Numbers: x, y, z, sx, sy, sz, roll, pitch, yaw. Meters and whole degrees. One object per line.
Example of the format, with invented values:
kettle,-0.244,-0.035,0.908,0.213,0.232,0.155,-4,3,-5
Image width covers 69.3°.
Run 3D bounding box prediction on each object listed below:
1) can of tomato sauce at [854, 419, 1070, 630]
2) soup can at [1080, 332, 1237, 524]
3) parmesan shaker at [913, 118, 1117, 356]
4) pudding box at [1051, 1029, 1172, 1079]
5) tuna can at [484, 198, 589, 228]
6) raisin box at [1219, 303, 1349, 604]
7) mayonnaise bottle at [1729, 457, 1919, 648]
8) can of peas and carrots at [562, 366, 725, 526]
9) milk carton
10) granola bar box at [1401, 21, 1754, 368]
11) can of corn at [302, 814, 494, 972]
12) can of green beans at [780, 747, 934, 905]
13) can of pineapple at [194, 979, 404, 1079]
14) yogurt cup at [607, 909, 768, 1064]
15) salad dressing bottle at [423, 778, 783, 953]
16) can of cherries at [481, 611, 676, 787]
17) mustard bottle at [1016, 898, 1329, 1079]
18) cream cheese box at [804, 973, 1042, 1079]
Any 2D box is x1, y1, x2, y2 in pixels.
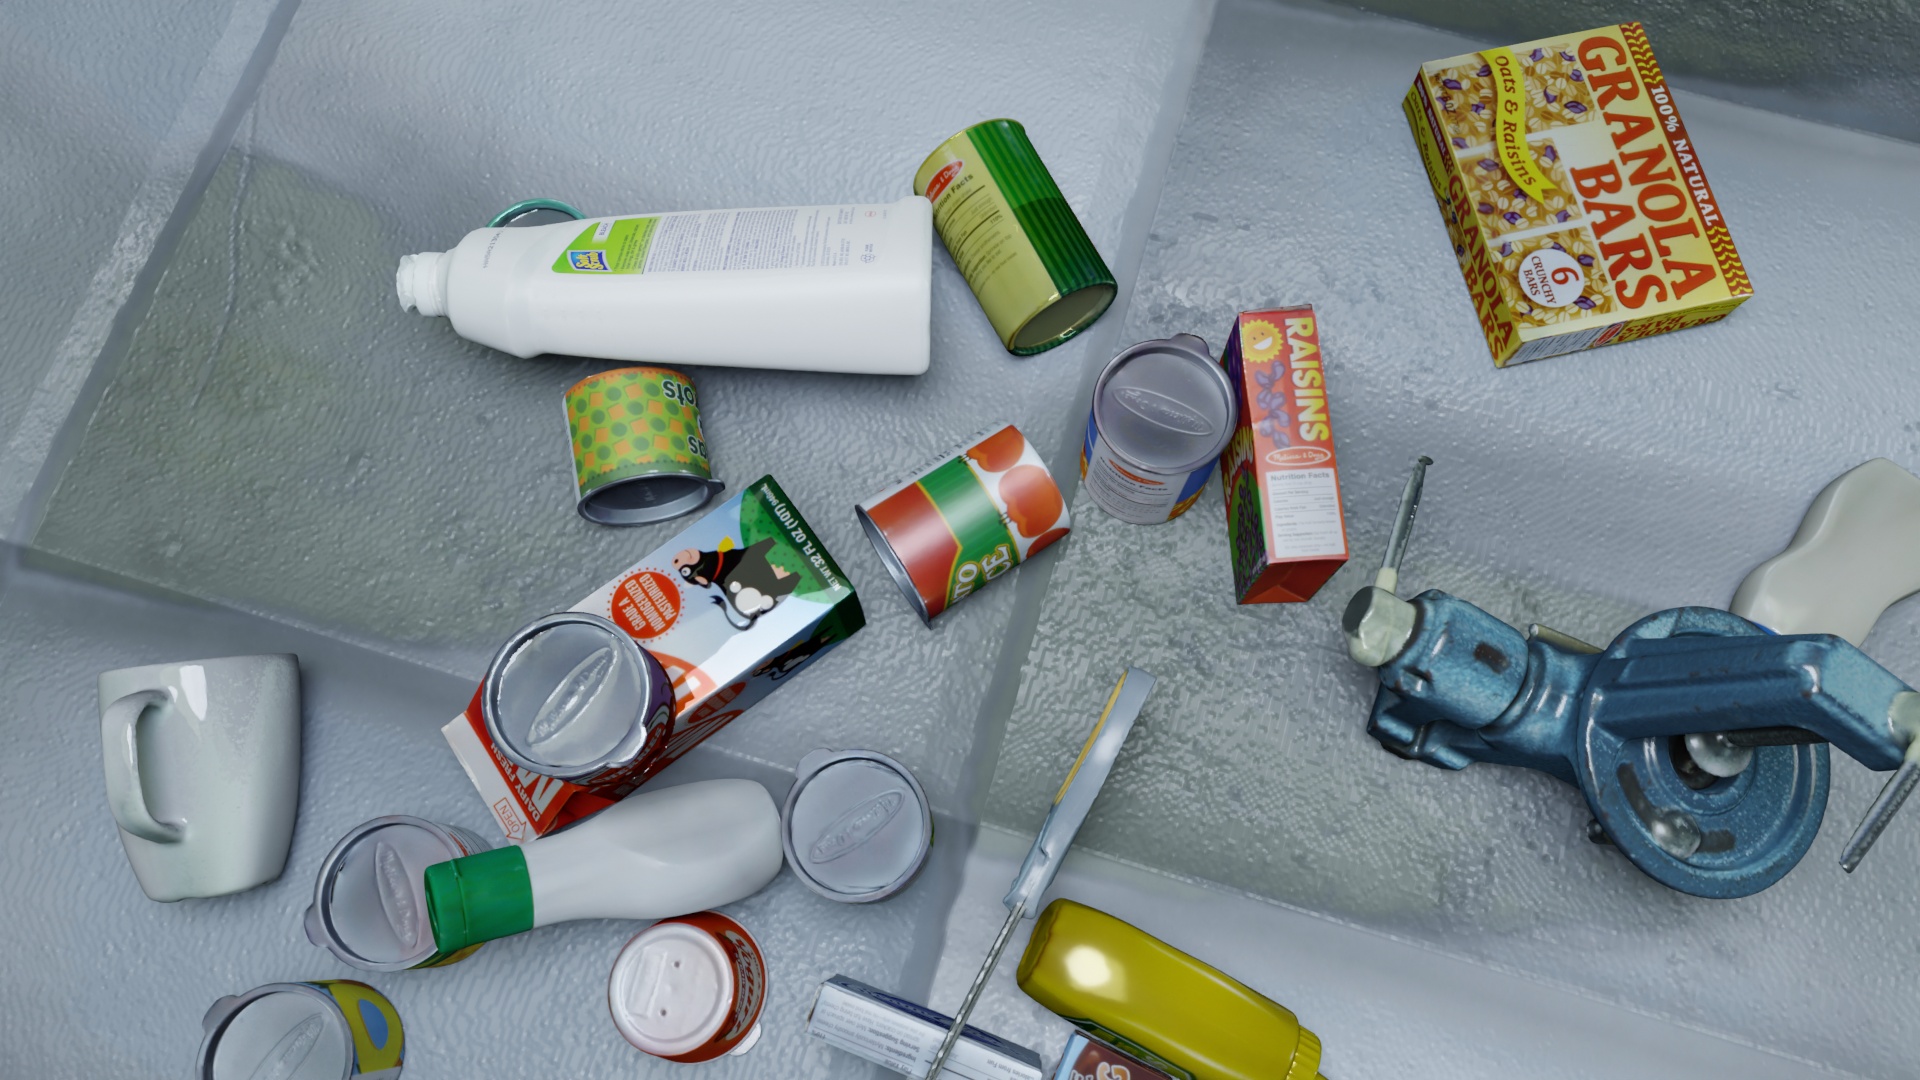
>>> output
can of tomato sauce,0.002,-0.008,0.668,0.083,0.071,0.071,-32,76,-9
soup can,0.095,-0.052,0.671,0.071,0.083,0.071,0,74,0
parmesan shaker,0.027,-0.153,0.713,0.071,0.071,0.103,-27,76,-7
pudding box,0.055,0.264,0.606,0.050,0.030,0.084,25,75,9
tuna can,-0.218,-0.145,0.727,0.071,0.032,0.071,0,74,0
raisin box,0.151,-0.038,0.665,0.040,0.086,0.123,-4,74,1
mayonnaise bottle,0.410,0.028,0.667,0.148,0.041,0.065,-40,76,-9
can of peas and carrots,-0.156,-0.046,0.680,0.071,0.070,0.059,-13,74,-3
milk carton,-0.143,0.059,0.645,0.191,0.073,0.072,-35,77,-9
granola bar box,0.320,-0.182,0.730,0.124,0.039,0.166,-12,74,-2
can of corn,-0.248,0.160,0.624,0.071,0.058,0.071,0,74,0
can of green beans,-0.045,0.131,0.631,0.071,0.057,0.071,0,74,1
can of pineapple,-0.287,0.225,0.606,0.071,0.057,0.071,0,74,0
yogurt cup,-0.123,0.198,0.615,0.072,0.053,0.072,0,73,1
salad dressing bottle,-0.153,0.142,0.605,0.148,0.043,0.064,-8,30,-29
can of cherries,-0.154,0.069,0.574,0.071,0.058,0.071,0,74,0
mustard bottle,0.104,0.211,0.605,0.160,0.065,0.049,27,72,4
cream cheese box,-0.015,0.220,0.607,0.104,0.053,0.024,20,77,6
